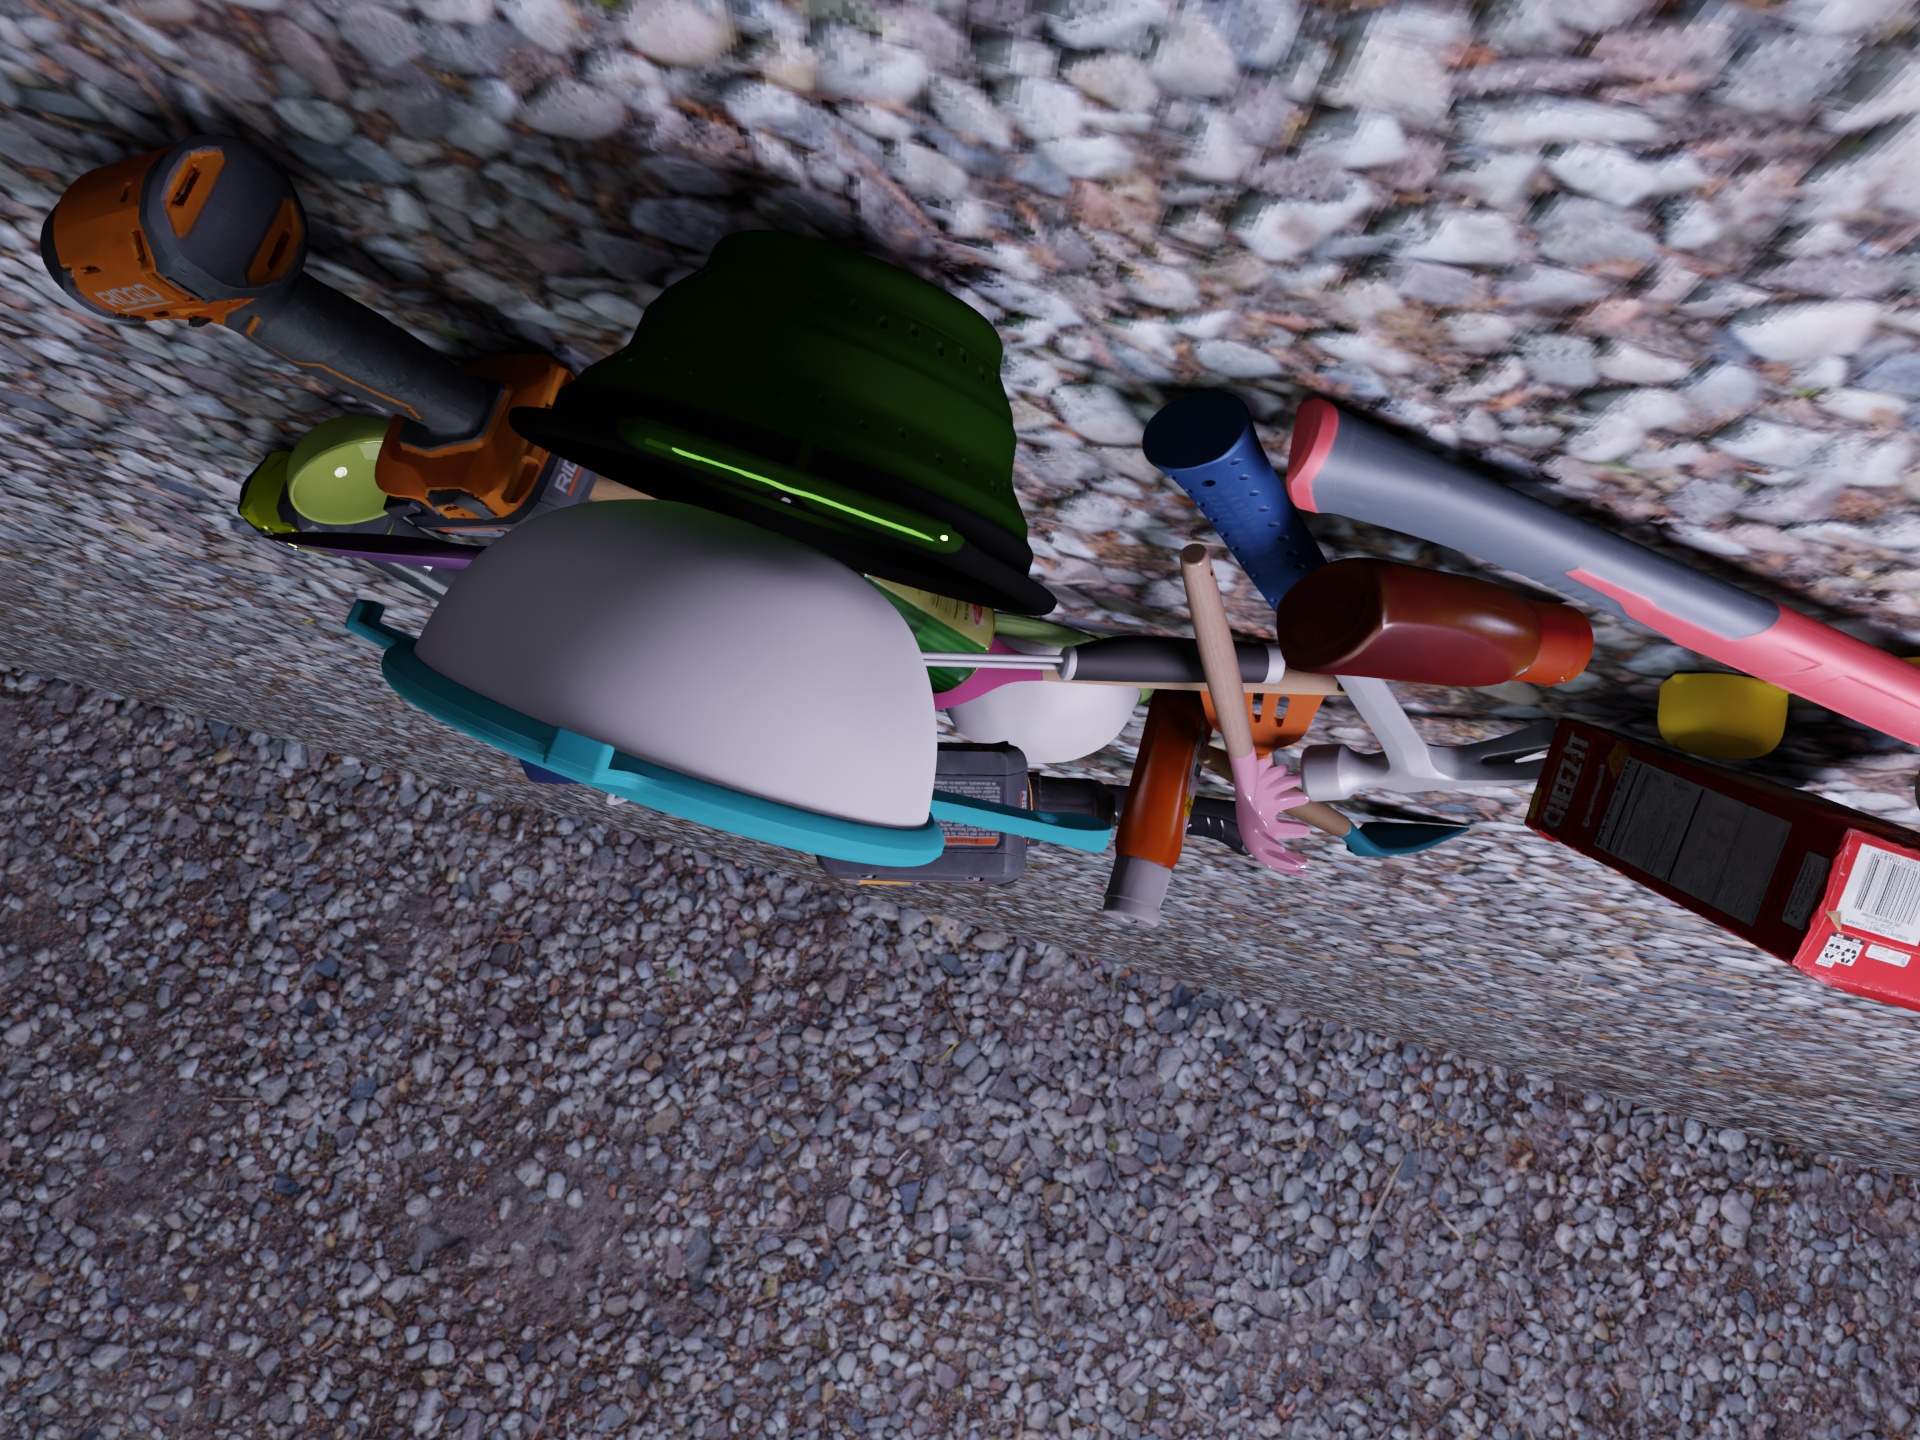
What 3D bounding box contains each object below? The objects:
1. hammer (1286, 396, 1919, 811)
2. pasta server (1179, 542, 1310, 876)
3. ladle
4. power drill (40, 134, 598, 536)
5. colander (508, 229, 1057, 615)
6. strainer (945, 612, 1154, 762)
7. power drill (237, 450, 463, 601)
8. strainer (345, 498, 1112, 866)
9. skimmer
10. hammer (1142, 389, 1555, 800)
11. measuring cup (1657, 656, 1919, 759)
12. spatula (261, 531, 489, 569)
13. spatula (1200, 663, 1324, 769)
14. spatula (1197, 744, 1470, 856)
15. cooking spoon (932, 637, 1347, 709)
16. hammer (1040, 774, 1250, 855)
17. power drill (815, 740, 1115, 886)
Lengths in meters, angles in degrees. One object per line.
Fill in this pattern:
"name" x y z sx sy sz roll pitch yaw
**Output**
"hammer" 0.305 -0.044 0.612 0.386 0.038 0.143 20 156 -13
"pasta server" 0.155 0.001 0.857 0.040 0.060 0.315 0 150 17
"ladle" -0.222 -0.122 0.876 0.320 0.062 0.078 9 166 13
"power drill" -0.287 -0.166 0.710 0.164 0.084 0.226 8 162 40
"colander" -0.059 -0.117 0.656 0.204 0.094 0.397 19 180 -7
"strainer" -0.006 -0.026 0.999 0.256 0.069 0.151 16 168 -12
"power drill" -0.360 -0.104 1.058 0.223 0.080 0.171 33 166 -39
"strainer" -0.046 -0.014 0.623 0.340 0.095 0.211 15 -175 -42
"skimmer" -0.001 -0.003 0.832 0.363 0.090 0.127 0 167 -12
"hammer" 0.185 -0.039 0.763 0.144 0.035 0.405 -5 157 27
"measuring cup" 0.384 -0.005 0.720 0.062 0.029 0.156 19 167 -19
"spatula" -0.199 -0.075 0.775 0.316 0.018 0.060 7 -170 14
"spatula" 0.200 0.015 1.051 0.081 0.041 0.322 11 171 14
"spatula" 0.244 0.054 1.071 0.082 0.044 0.317 2 165 40
"cooking spoon" 0.074 -0.029 0.926 0.319 0.068 0.017 3 -156 17
"hammer" 0.096 0.054 1.179 0.334 0.146 0.035 9 172 -28
"power drill" 0.006 0.055 0.970 0.185 0.084 0.226 1 177 3
